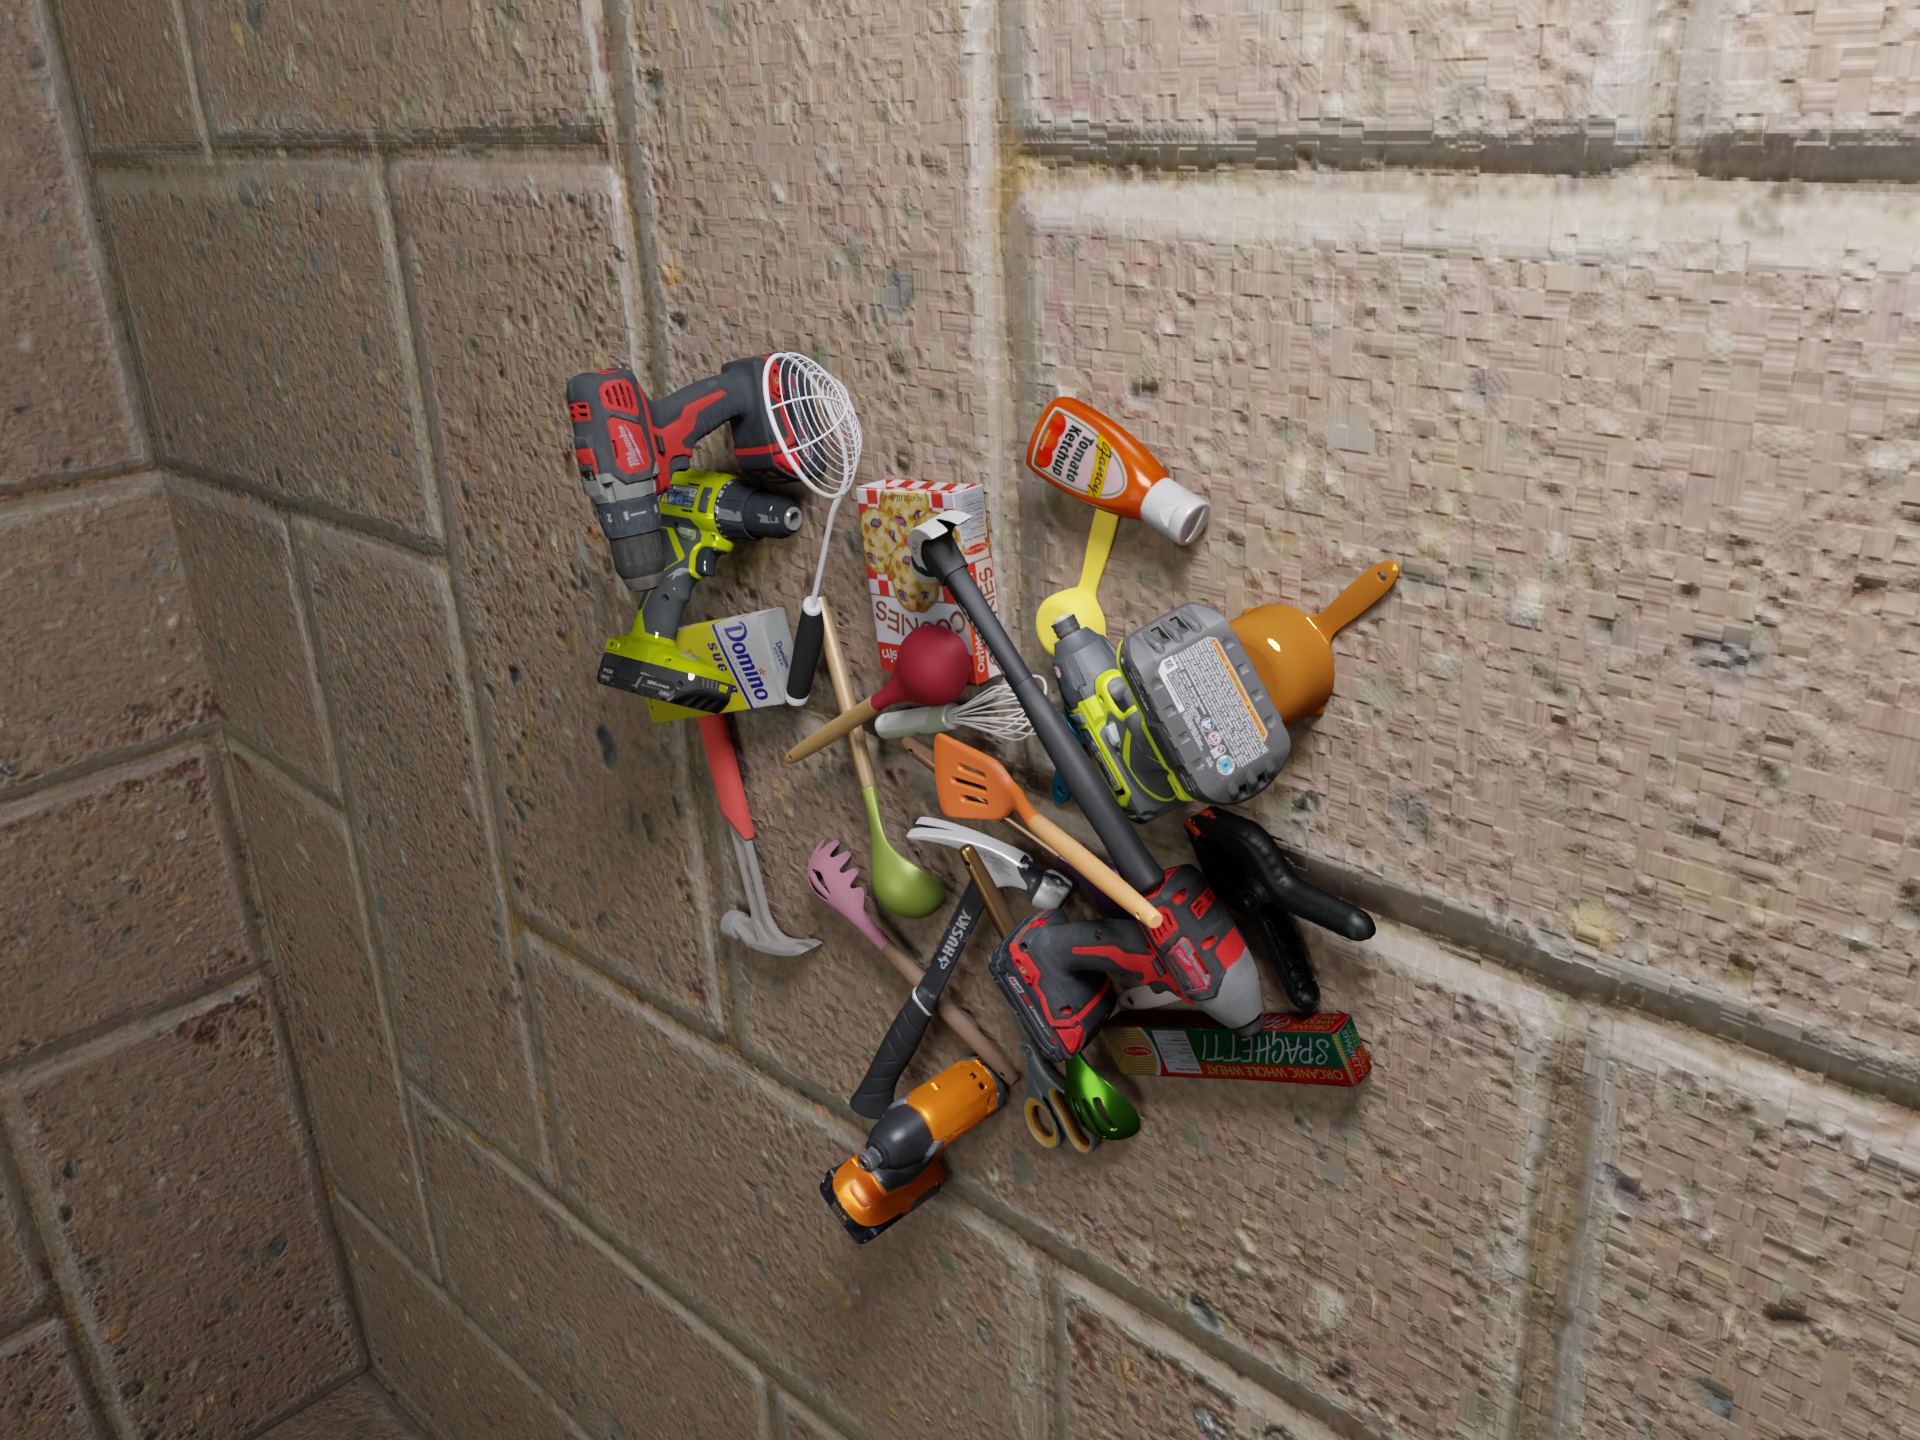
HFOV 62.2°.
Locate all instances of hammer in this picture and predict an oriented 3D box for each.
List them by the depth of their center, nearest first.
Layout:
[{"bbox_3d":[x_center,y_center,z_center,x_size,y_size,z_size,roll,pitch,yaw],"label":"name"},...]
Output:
[{"bbox_3d":[0.058,-0.015,1.224,0.335,0.035,0.146,58,170,7],"label":"hammer"},{"bbox_3d":[-0.034,0.251,1.502,0.149,0.036,0.408,30,129,7],"label":"hammer"},{"bbox_3d":[-0.240,0.079,1.697,0.149,0.036,0.359,3,110,47],"label":"hammer"}]

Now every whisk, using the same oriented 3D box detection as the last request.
[{"bbox_3d":[-0.002,-0.004,1.394,0.246,0.059,0.058,-8,63,53],"label":"whisk"}]

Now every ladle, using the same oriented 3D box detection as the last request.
[{"bbox_3d":[-0.088,-0.009,1.441,0.315,0.031,0.069,-30,86,53],"label":"ladle"},{"bbox_3d":[-0.083,0.035,1.512,0.078,0.062,0.320,-17,88,60],"label":"ladle"}]

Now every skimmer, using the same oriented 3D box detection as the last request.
[{"bbox_3d":[-0.152,-0.155,1.421,0.090,0.127,0.363,11,133,-5],"label":"skimmer"}]

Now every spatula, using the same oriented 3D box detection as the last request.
[{"bbox_3d":[0.064,0.094,1.277,0.323,0.041,0.081,-143,43,-58],"label":"spatula"},{"bbox_3d":[0.069,0.099,1.368,0.316,0.018,0.059,34,130,24],"label":"spatula"}]

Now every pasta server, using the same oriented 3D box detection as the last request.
[{"bbox_3d":[-0.050,0.239,1.575,0.316,0.040,0.060,44,135,19],"label":"pasta server"}]

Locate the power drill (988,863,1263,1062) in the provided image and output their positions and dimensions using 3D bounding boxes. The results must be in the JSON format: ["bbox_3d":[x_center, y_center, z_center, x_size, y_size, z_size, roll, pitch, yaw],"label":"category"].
[{"bbox_3d":[0.139,0.203,1.279,0.219,0.078,0.143,-24,102,46],"label":"power drill"}]

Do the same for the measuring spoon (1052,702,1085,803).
[{"bbox_3d":[0.099,0.023,1.324,0.042,0.021,0.128,42,143,25],"label":"measuring spoon"}]

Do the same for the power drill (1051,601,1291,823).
[{"bbox_3d":[0.137,-0.010,1.155,0.171,0.080,0.223,62,166,-4],"label":"power drill"}]

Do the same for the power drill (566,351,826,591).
[{"bbox_3d":[-0.230,-0.225,1.398,0.080,0.226,0.187,5,111,46],"label":"power drill"}]

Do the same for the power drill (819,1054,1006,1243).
[{"bbox_3d":[-0.060,0.429,1.567,0.084,0.164,0.226,50,139,18],"label":"power drill"}]

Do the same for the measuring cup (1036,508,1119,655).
[{"bbox_3d":[0.095,-0.115,1.248,0.062,0.029,0.156,37,131,30],"label":"measuring cup"}]

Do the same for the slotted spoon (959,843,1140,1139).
[{"bbox_3d":[0.072,0.245,1.392,0.070,0.031,0.313,-16,106,43],"label":"slotted spoon"}]

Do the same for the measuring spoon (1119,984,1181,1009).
[{"bbox_3d":[0.171,0.230,1.333,0.124,0.018,0.034,-25,89,51],"label":"measuring spoon"}]

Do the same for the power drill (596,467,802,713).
[{"bbox_3d":[-0.251,-0.128,1.529,0.191,0.080,0.228,14,89,33],"label":"power drill"}]

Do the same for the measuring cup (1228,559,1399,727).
[{"bbox_3d":[0.235,-0.055,1.105,0.095,0.052,0.173,57,141,12],"label":"measuring cup"}]
